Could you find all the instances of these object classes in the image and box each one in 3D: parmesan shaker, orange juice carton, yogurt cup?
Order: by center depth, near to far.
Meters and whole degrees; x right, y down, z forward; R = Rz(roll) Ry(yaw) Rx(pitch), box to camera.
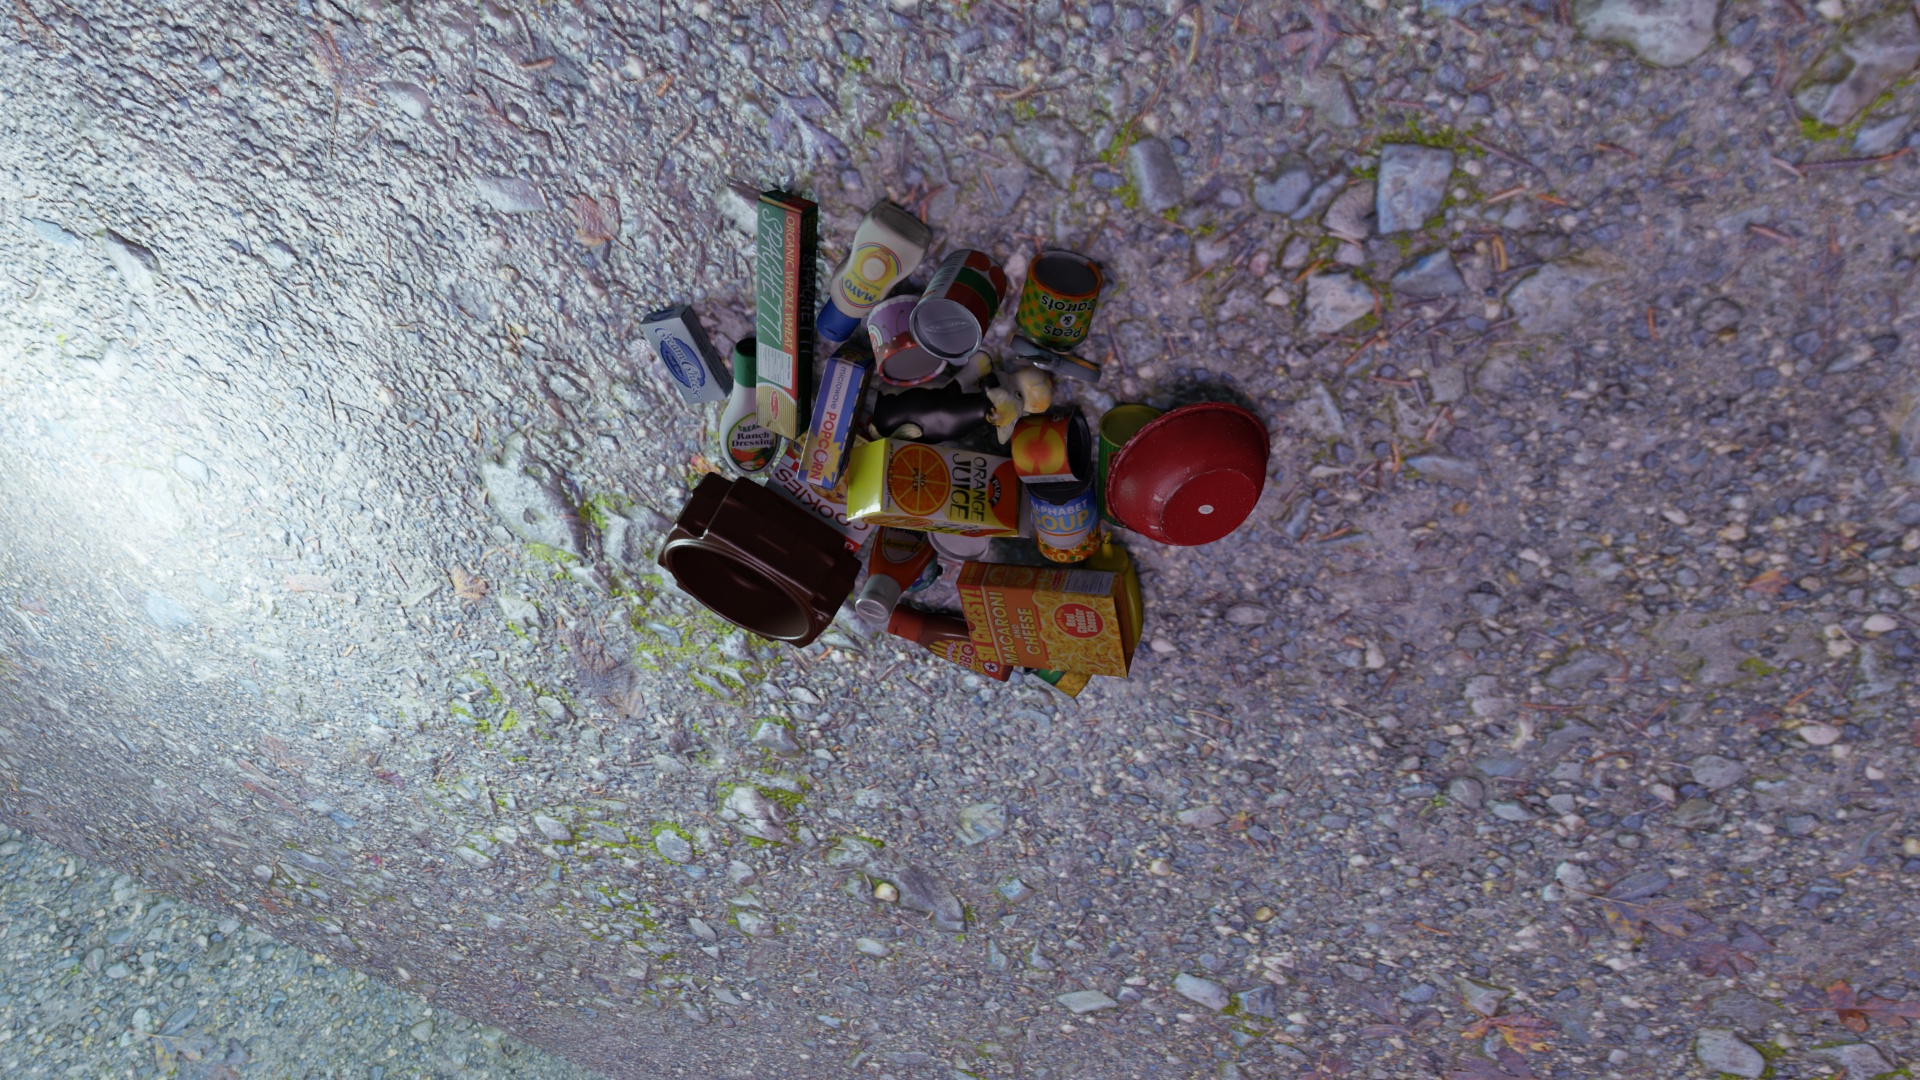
[{"bbox_3d":[0.166,-0.069,1.314,0.071,0.072,0.102,10,135,14],"label":"parmesan shaker"},{"bbox_3d":[-0.009,-0.047,1.341,0.193,0.072,0.073,7,170,-32],"label":"orange juice carton"},{"bbox_3d":[0.005,-0.018,1.439,0.072,0.054,0.072,12,135,13],"label":"yogurt cup"}]

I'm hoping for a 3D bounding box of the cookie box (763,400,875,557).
[{"bbox_3d":[-0.127,-0.068,1.459,0.123,0.040,0.166,32,135,-7],"label":"cookie box"}]

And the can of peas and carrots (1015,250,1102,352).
[{"bbox_3d":[0.086,-0.209,1.209,0.071,0.071,0.058,19,136,5],"label":"can of peas and carrots"}]

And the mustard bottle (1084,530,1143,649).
[{"bbox_3d":[0.155,0.052,1.446,0.065,0.049,0.159,5,133,17],"label":"mustard bottle"}]

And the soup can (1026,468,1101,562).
[{"bbox_3d":[0.103,-0.027,1.375,0.071,0.072,0.083,4,133,20],"label":"soup can"}]

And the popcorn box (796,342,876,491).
[{"bbox_3d":[-0.118,-0.121,1.336,0.038,0.085,0.126,17,108,-1],"label":"popcorn box"}]

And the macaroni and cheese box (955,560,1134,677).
[{"bbox_3d":[0.088,0.081,1.433,0.166,0.040,0.123,4,135,20],"label":"macaroni and cheese box"}]

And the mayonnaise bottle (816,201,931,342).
[{"bbox_3d":[-0.086,-0.240,1.274,0.065,0.041,0.147,31,136,-12],"label":"mayonnaise bottle"}]

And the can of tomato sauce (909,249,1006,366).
[{"bbox_3d":[0.000,-0.208,1.237,0.071,0.083,0.070,12,135,12],"label":"can of tomato sauce"}]

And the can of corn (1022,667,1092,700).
[{"bbox_3d":[0.112,0.133,1.531,0.058,0.071,0.070,32,136,-9],"label":"can of corn"}]

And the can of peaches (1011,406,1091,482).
[{"bbox_3d":[0.087,-0.091,1.328,0.058,0.071,0.071,-3,130,26],"label":"can of peaches"}]

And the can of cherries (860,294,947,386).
[{"bbox_3d":[-0.052,-0.183,1.278,0.071,0.058,0.071,-12,154,-6],"label":"can of cherries"}]

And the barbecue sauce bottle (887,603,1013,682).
[{"bbox_3d":[-0.008,0.111,1.577,0.148,0.044,0.064,19,138,6],"label":"barbecue sauce bottle"}]

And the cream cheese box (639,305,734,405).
[{"bbox_3d":[-0.278,-0.189,1.419,0.053,0.024,0.103,-7,129,27],"label":"cream cheese box"}]

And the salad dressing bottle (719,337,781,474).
[{"bbox_3d":[-0.215,-0.137,1.423,0.064,0.044,0.146,-4,132,-14],"label":"salad dressing bottle"}]

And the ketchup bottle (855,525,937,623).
[{"bbox_3d":[-0.066,0.022,1.439,0.065,0.149,0.043,18,137,7],"label":"ketchup bottle"}]

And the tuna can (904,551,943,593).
[{"bbox_3d":[-0.054,0.022,1.496,0.071,0.071,0.032,12,134,13],"label":"tuna can"}]

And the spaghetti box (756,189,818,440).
[{"bbox_3d":[-0.166,-0.210,1.319,0.050,0.029,0.248,24,131,20],"label":"spaghetti box"}]
